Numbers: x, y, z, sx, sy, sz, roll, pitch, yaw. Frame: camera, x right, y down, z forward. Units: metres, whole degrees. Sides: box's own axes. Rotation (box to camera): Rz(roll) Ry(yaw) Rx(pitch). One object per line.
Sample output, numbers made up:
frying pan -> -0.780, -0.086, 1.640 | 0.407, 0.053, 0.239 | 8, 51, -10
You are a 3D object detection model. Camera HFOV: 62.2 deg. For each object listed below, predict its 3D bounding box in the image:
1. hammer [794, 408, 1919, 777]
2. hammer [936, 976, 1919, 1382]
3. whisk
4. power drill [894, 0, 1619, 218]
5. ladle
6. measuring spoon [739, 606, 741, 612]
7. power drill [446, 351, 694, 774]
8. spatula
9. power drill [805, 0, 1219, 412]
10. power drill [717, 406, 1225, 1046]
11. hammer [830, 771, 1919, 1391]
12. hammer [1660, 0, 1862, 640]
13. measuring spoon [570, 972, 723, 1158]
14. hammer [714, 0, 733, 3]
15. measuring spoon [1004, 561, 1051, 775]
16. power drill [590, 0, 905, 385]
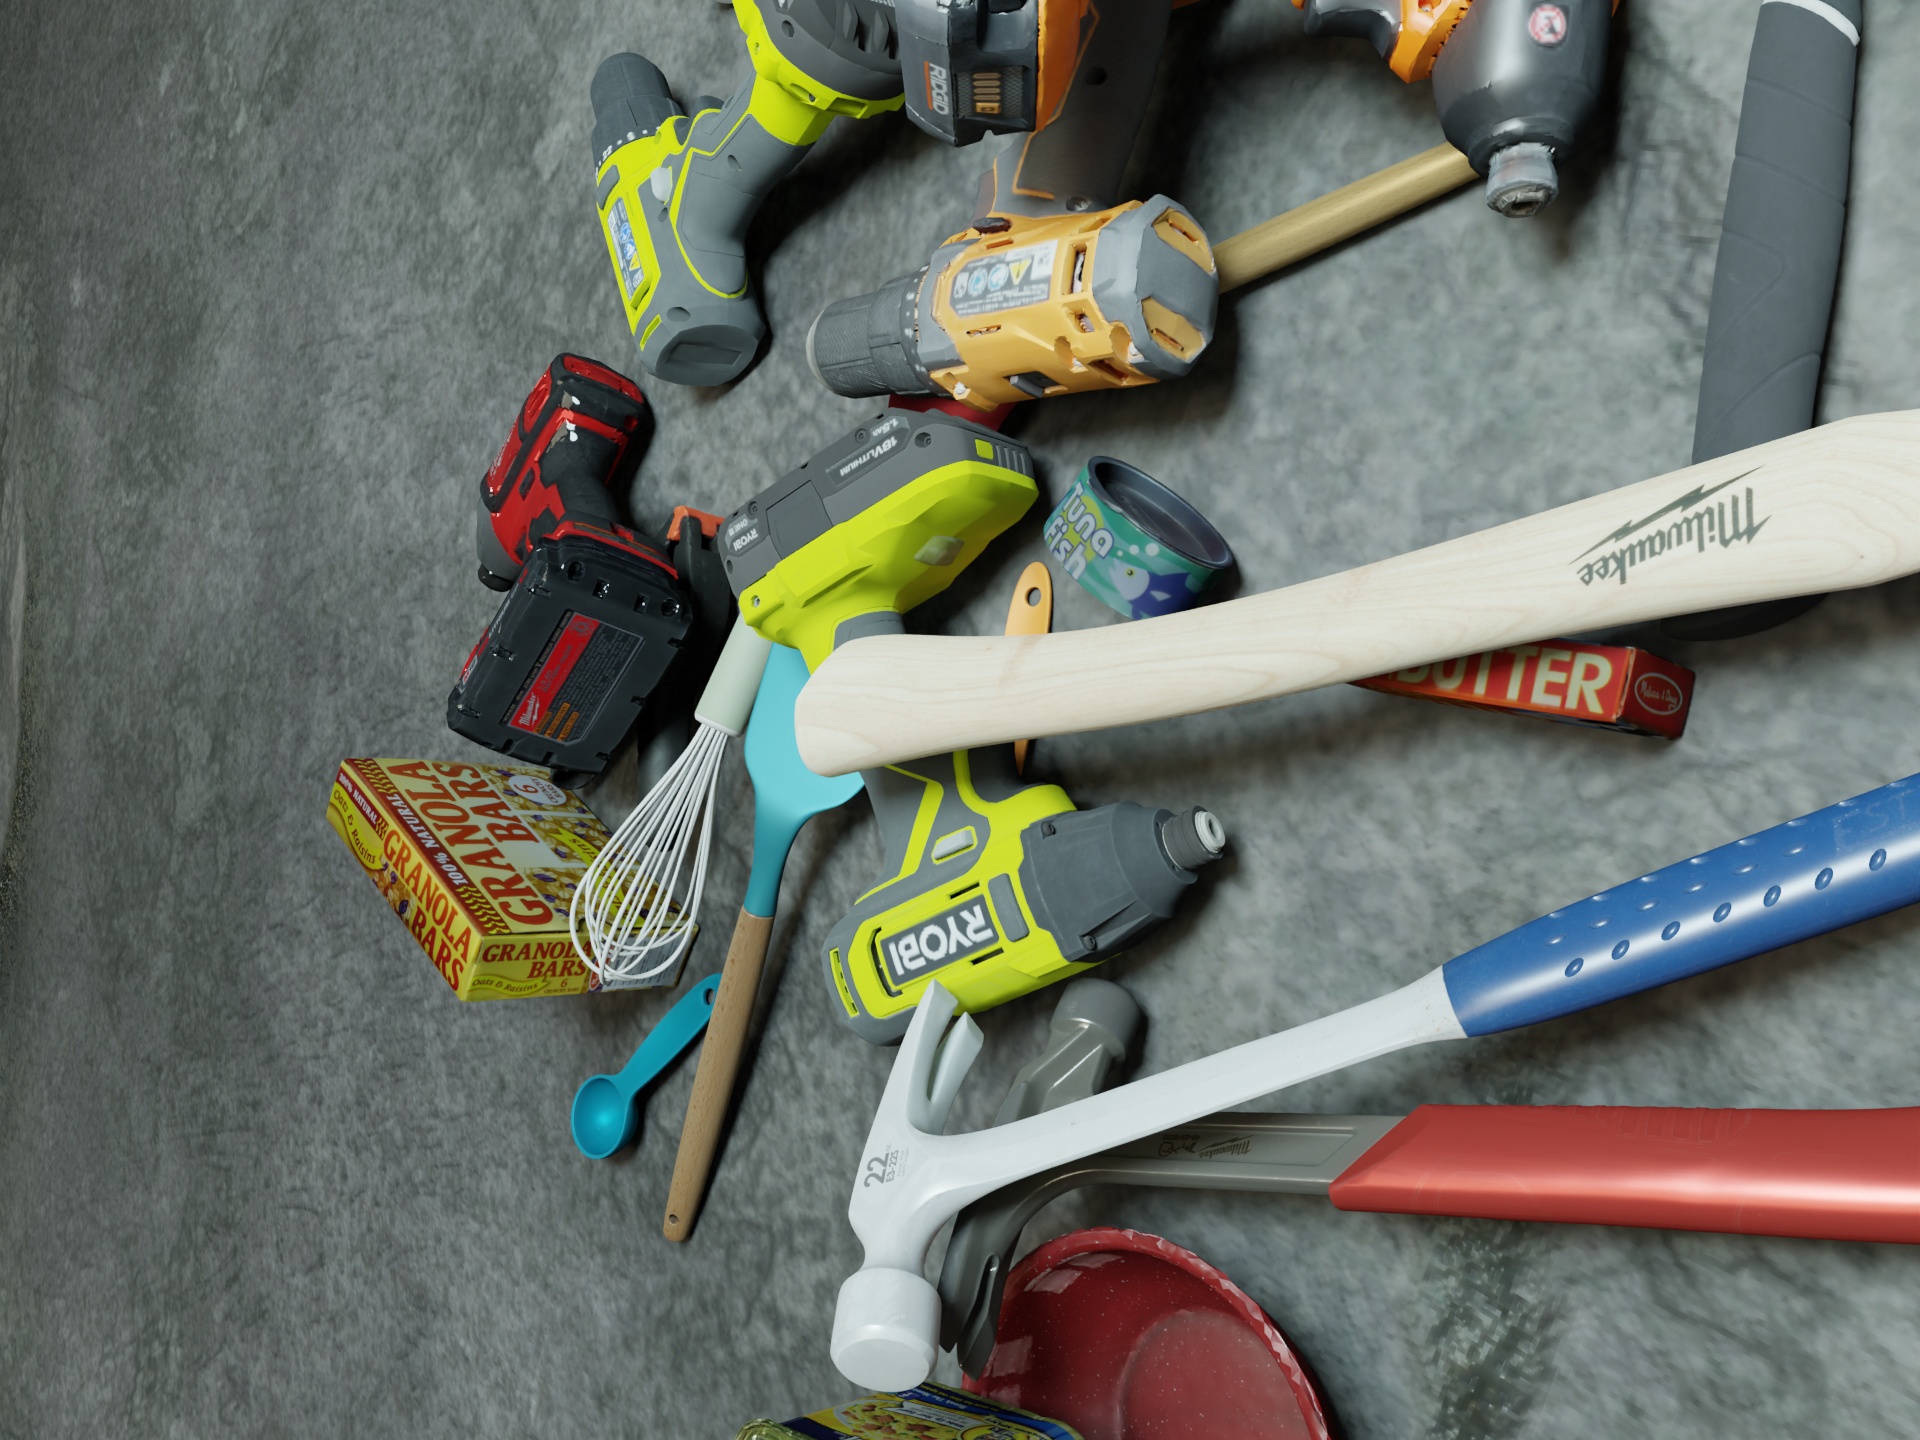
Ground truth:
hammer -> 0.115, -0.020, 0.482 | 0.411, 0.038, 0.146 | -12, 68, 33
hammer -> 0.158, 0.138, 0.470 | 0.359, 0.036, 0.149 | -9, 39, 36
whisk -> -0.116, 0.010, 0.746 | 0.058, 0.059, 0.246 | 24, 86, 6
power drill -> 0.095, -0.239, 0.508 | 0.226, 0.084, 0.164 | 1, 78, 2
ladle -> 0.081, -0.166, 0.623 | 0.315, 0.031, 0.069 | -16, 75, 38
measuring spoon -> -0.092, -0.015, 0.766 | 0.034, 0.018, 0.124 | -38, 61, 33
power drill -> -0.207, -0.081, 0.811 | 0.143, 0.078, 0.220 | -53, 34, 25
spatula -> -0.093, 0.108, 0.743 | 0.082, 0.044, 0.317 | 22, 109, 16
power drill -> 0.022, -0.232, 0.631 | 0.185, 0.084, 0.226 | 1, 79, 43
power drill -> -0.001, -0.002, 0.632 | 0.171, 0.080, 0.223 | -28, 73, 30
hammer -> 0.136, 0.082, 0.475 | 0.405, 0.035, 0.144 | -26, 31, 23
hammer -> 0.248, -0.227, 0.471 | 0.149, 0.036, 0.409 | 7, 90, 44
measuring spoon -> -0.151, 0.173, 0.805 | 0.128, 0.021, 0.042 | -48, 55, 17
hammer -> -0.007, -0.444, 0.729 | 0.335, 0.035, 0.146 | 4, 89, 42
measuring spoon -> 0.026, -0.009, 0.666 | 0.021, 0.011, 0.117 | 5, 85, 35
power drill -> -0.111, -0.300, 0.761 | 0.228, 0.080, 0.191 | -40, 60, 46
